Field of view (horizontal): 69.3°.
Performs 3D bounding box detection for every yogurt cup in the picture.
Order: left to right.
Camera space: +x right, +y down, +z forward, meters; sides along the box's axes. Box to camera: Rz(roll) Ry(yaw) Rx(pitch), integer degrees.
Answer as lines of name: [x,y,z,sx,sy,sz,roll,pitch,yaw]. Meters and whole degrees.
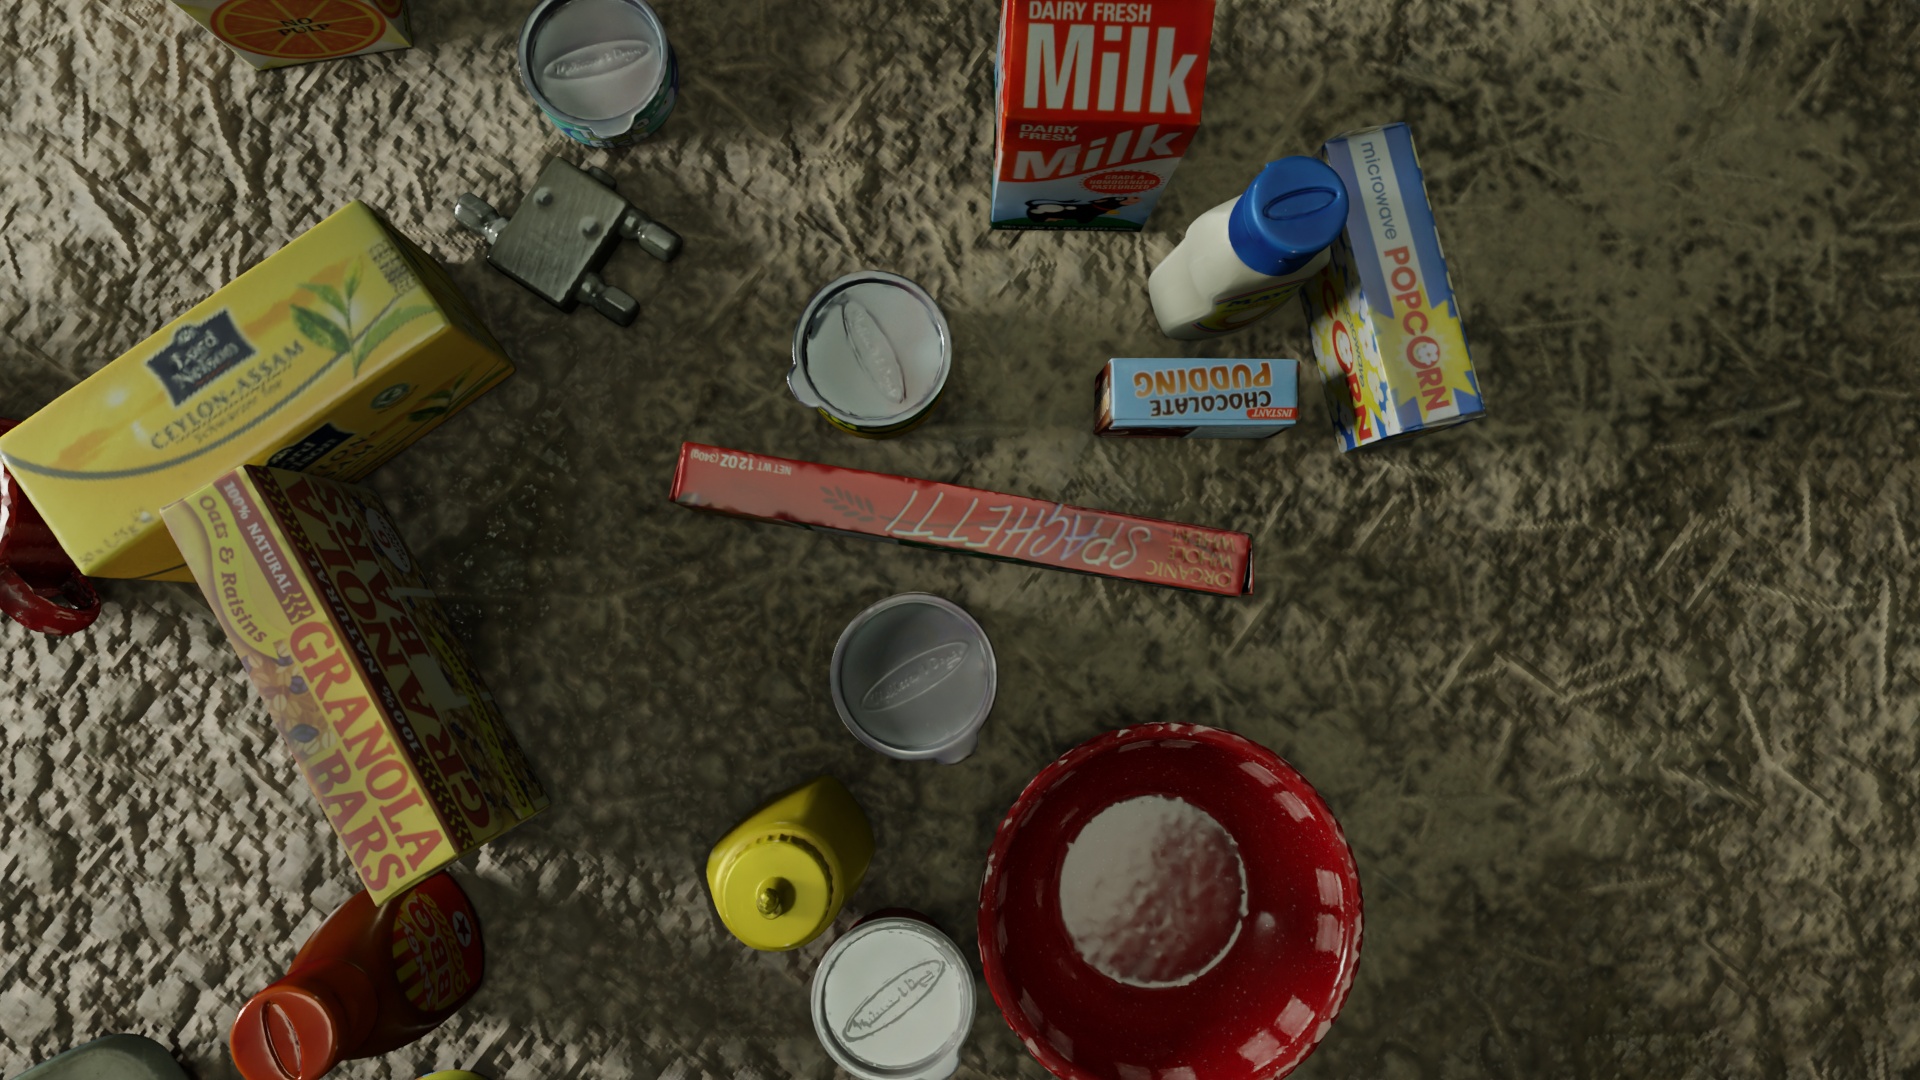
yogurt cup: [-0.028,0.190,0.595,0.072,0.054,0.072,0,87,-2]

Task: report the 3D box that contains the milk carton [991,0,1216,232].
milk carton: [0.051,-0.182,0.549,0.072,0.190,0.073,1,88,-2]

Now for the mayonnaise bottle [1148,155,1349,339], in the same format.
mayonnaise bottle: [0.119,-0.117,0.569,0.065,0.148,0.041,-15,88,-2]

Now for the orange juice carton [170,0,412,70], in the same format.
orange juice carton: [-0.288,-0.257,0.541,0.073,0.192,0.072,-10,88,-2]

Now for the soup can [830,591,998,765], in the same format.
soup can: [-0.018,0.058,0.587,0.071,0.083,0.071,0,87,-2]

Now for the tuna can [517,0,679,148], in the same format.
tuna can: [-0.160,-0.210,0.622,0.071,0.033,0.071,0,87,-2]

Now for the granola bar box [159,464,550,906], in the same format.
granola bar box: [-0.236,0.053,0.560,0.039,0.124,0.165,-30,88,-3]

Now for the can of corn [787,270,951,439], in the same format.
can of corn: [-0.040,-0.078,0.606,0.071,0.058,0.071,0,87,-2]

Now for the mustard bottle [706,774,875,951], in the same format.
mustard bottle: [-0.068,0.129,0.543,0.065,0.160,0.049,-32,89,-3]

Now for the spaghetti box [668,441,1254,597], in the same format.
spaghetti box: [0.002,-0.008,0.608,0.250,0.050,0.028,9,87,-1]

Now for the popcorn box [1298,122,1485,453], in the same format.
popcorn box: [0.179,-0.105,0.602,0.038,0.085,0.126,-14,88,-2]

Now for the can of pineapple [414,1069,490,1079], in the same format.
can of pineapple: [-0.225,0.264,0.583,0.071,0.058,0.071,0,87,-2]

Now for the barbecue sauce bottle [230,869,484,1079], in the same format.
barbecue sauce bottle: [-0.231,0.172,0.542,0.044,0.148,0.065,-20,88,-2]

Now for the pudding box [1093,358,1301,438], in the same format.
pudding box: [0.103,-0.062,0.615,0.084,0.049,0.030,0,87,-2]
